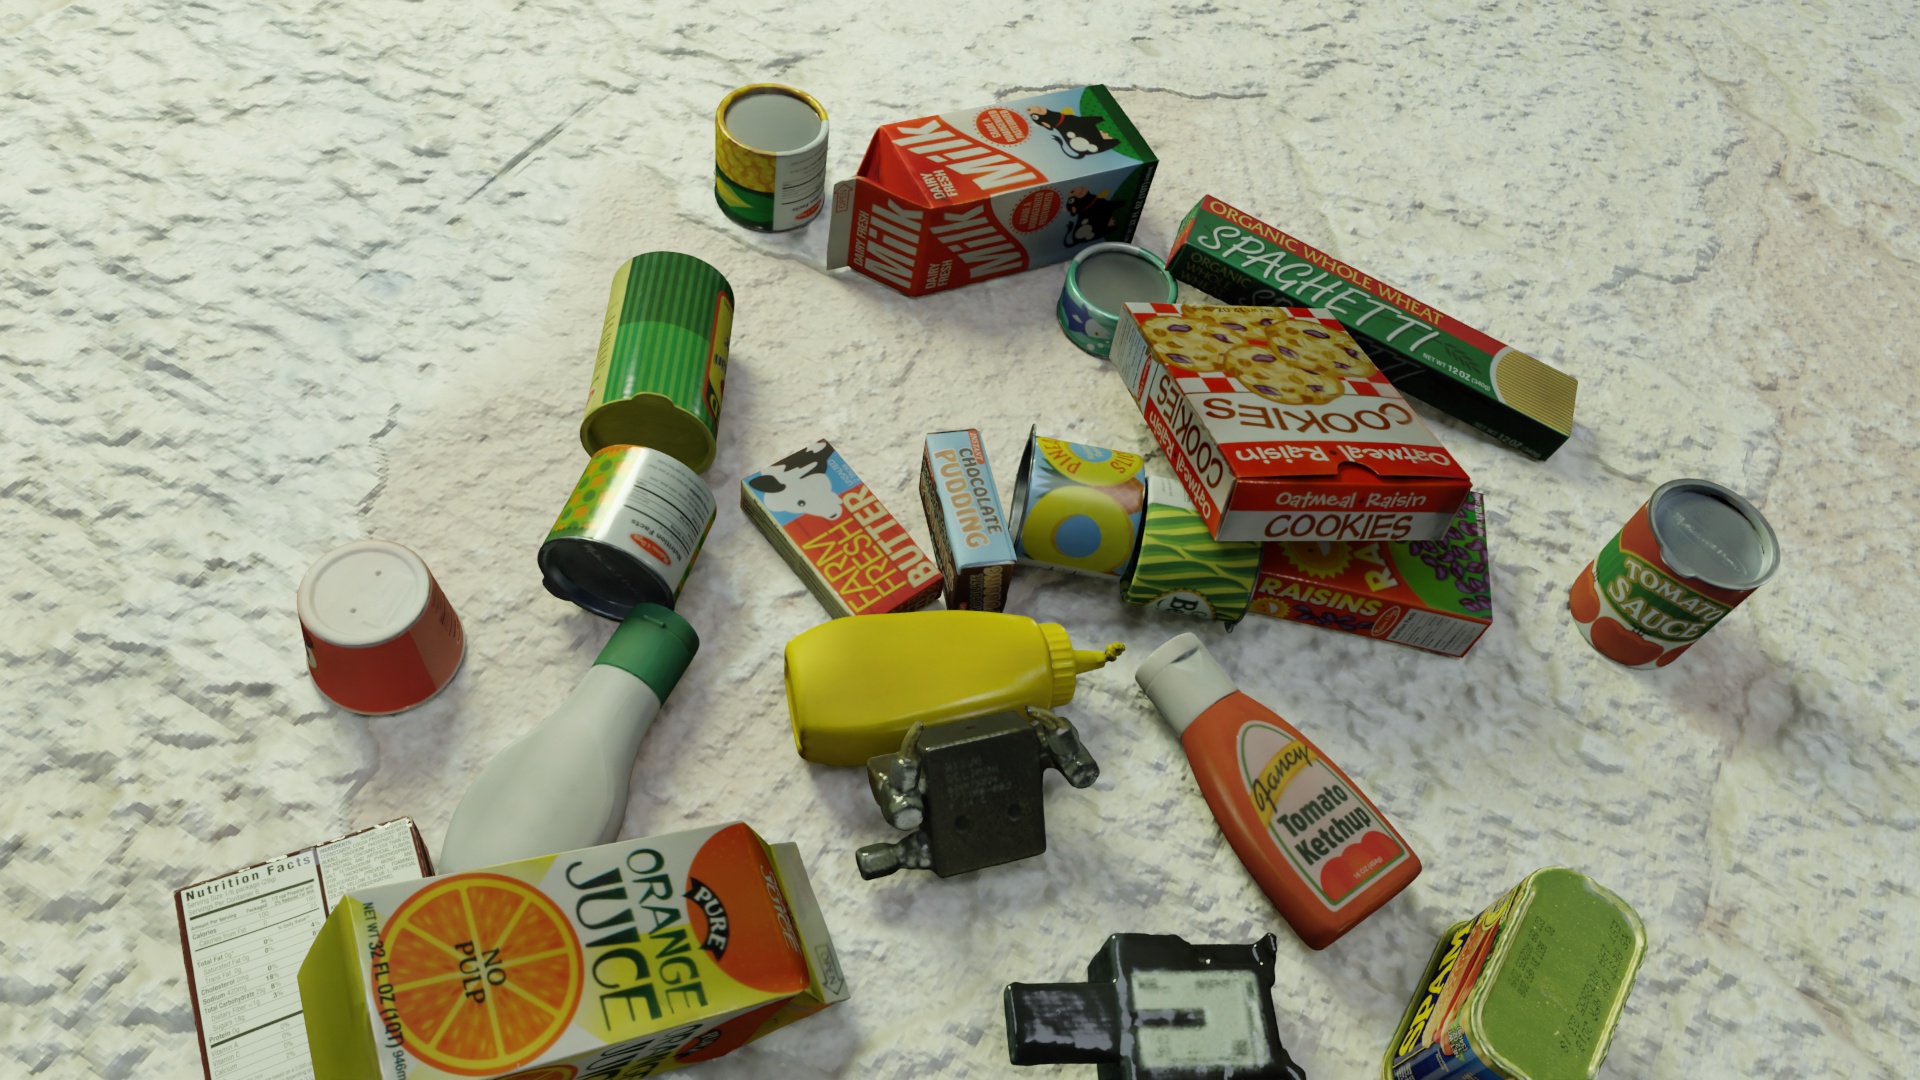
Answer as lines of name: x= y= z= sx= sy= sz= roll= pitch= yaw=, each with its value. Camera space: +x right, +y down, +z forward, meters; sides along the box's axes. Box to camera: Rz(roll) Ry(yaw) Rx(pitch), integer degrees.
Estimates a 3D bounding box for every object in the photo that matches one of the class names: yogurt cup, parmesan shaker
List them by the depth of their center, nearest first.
yogurt cup: x=-0.258 y=0.036 z=0.614 sx=0.072 sy=0.053 sz=0.073 roll=5 pitch=56 yaw=-7
parmesan shaker: x=-0.152 y=-0.091 z=0.709 sx=0.071 sy=0.071 sz=0.103 roll=5 pitch=55 yaw=-6

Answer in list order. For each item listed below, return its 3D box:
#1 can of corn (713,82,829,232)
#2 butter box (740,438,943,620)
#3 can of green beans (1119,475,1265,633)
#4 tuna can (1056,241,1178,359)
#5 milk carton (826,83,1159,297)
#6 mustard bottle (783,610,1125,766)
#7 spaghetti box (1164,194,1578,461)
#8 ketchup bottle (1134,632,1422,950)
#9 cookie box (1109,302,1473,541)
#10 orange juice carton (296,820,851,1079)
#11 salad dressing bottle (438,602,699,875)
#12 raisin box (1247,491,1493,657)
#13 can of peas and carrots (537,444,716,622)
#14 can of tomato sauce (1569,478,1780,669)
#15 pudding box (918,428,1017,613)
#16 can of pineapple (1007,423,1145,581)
can of corn: x=-0.113 y=-0.227 z=0.816 sx=0.071 sy=0.058 sz=0.071 roll=5 pitch=55 yaw=-7
butter box: x=-0.060 y=0.000 z=0.691 sx=0.053 sy=0.024 sz=0.104 roll=-31 pitch=65 yaw=-26
can of green beans: x=0.115 y=0.004 z=0.692 sx=0.058 sy=0.071 sz=0.071 roll=11 pitch=55 yaw=-1
tuna can: x=0.092 y=-0.138 z=0.806 sx=0.071 sy=0.032 sz=0.071 roll=5 pitch=55 yaw=-6
milk carton: x=0.012 y=-0.202 z=0.813 sx=0.191 sy=0.072 sz=0.074 roll=-18 pitch=61 yaw=-20
mustard bottle: x=0.001 y=0.064 z=0.642 sx=0.160 sy=0.048 sz=0.065 roll=-5 pitch=58 yaw=-14
spaghetti box: x=0.238 y=-0.123 z=0.803 sx=0.250 sy=0.028 sz=0.050 roll=26 pitch=54 yaw=-1
ketchup bottle: x=0.138 y=0.110 z=0.638 sx=0.065 sy=0.043 sz=0.149 roll=-26 pitch=63 yaw=-24
cookie box: x=0.161 y=-0.064 z=0.705 sx=0.123 sy=0.040 sz=0.168 roll=-1 pitch=38 yaw=-15
orange juice carton: x=-0.131 y=0.159 z=0.516 sx=0.193 sy=0.072 sz=0.072 roll=-2 pitch=57 yaw=-39
salad dressing bottle: x=-0.163 y=0.093 z=0.598 sx=0.064 sy=0.043 sz=0.148 roll=22 pitch=54 yaw=8
raisin box: x=0.208 y=0.005 z=0.725 sx=0.123 sy=0.039 sz=0.086 roll=12 pitch=55 yaw=-3
can of peas and carrots: x=-0.157 y=-0.002 z=0.652 sx=0.071 sy=0.070 sz=0.059 roll=17 pitch=55 yaw=2
can of tomato sauce: x=0.363 y=0.020 z=0.713 sx=0.071 sy=0.082 sz=0.071 roll=4 pitch=55 yaw=-6
pudding box: x=0.002 y=-0.009 z=0.692 sx=0.030 sy=0.049 sz=0.084 roll=-7 pitch=57 yaw=-12
can of pineapple: x=0.057 y=-0.018 z=0.695 sx=0.058 sy=0.070 sz=0.071 roll=10 pitch=55 yaw=-4
